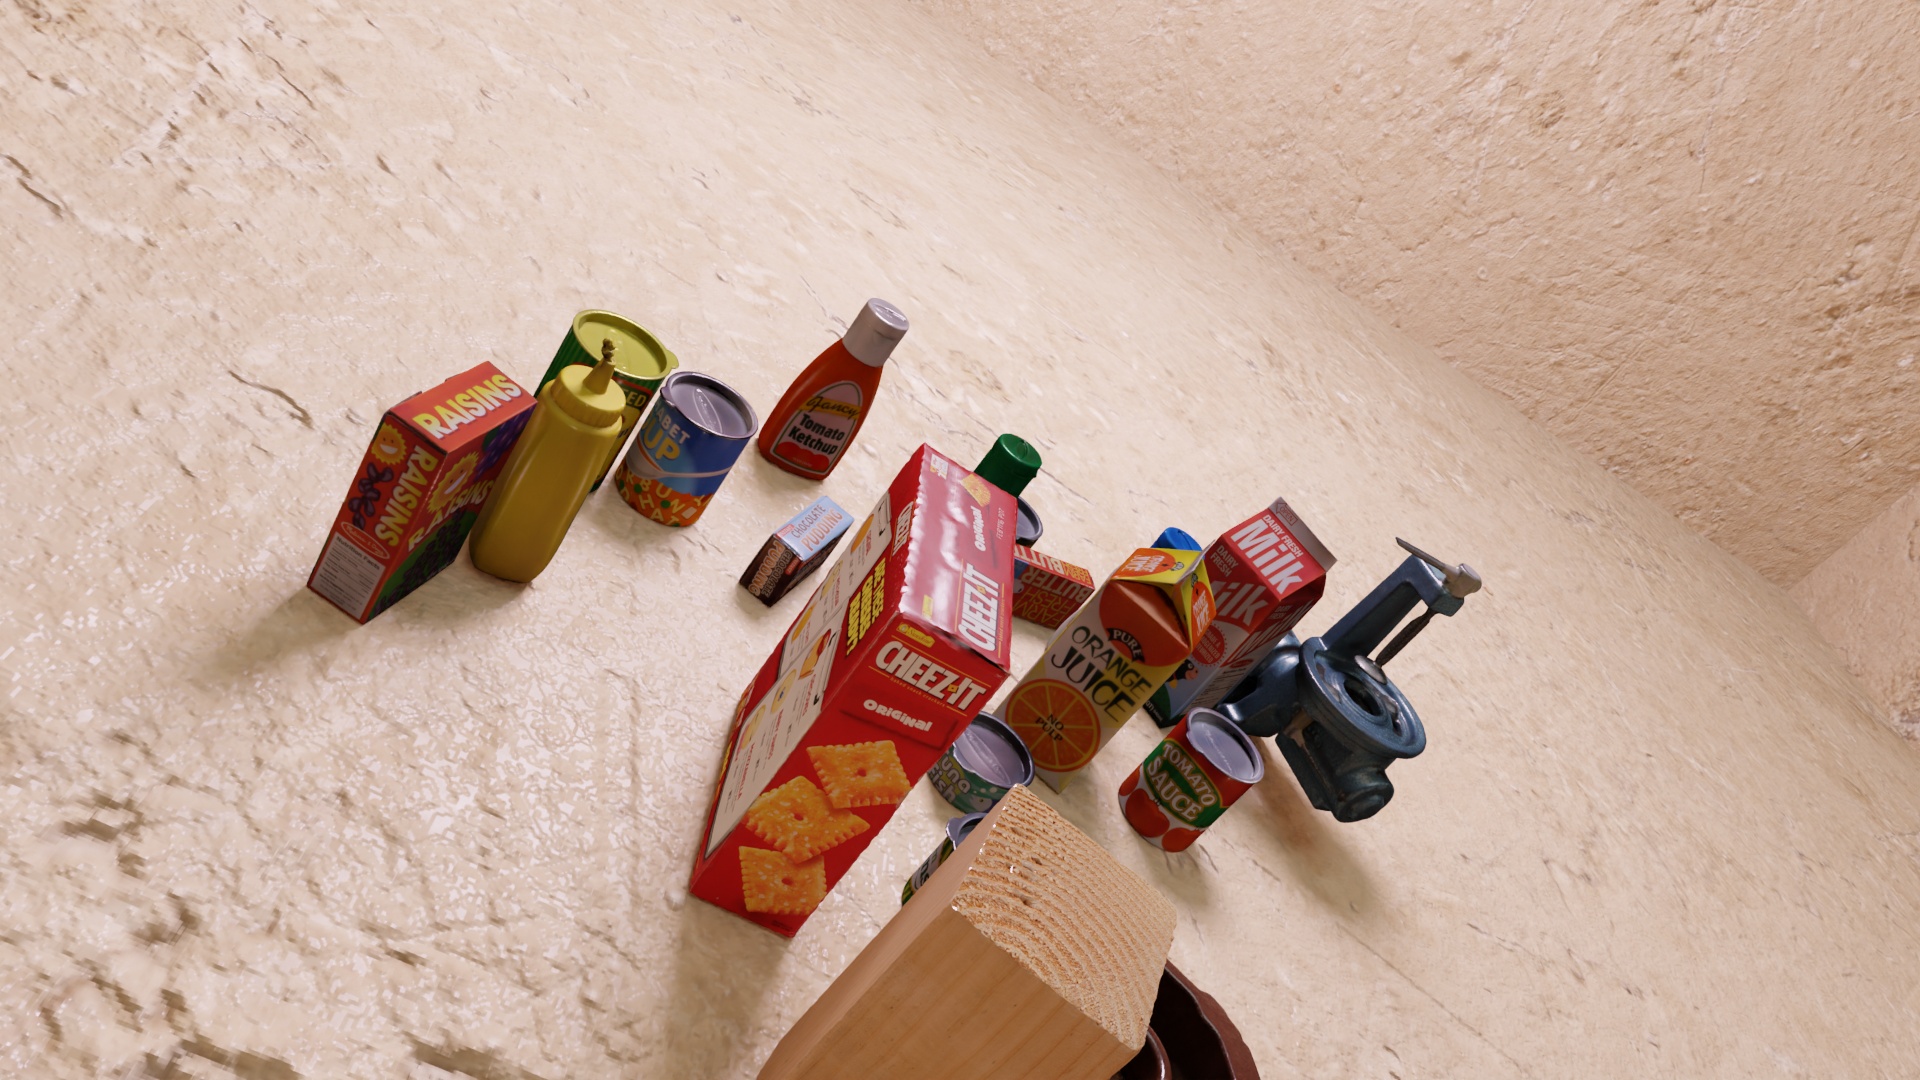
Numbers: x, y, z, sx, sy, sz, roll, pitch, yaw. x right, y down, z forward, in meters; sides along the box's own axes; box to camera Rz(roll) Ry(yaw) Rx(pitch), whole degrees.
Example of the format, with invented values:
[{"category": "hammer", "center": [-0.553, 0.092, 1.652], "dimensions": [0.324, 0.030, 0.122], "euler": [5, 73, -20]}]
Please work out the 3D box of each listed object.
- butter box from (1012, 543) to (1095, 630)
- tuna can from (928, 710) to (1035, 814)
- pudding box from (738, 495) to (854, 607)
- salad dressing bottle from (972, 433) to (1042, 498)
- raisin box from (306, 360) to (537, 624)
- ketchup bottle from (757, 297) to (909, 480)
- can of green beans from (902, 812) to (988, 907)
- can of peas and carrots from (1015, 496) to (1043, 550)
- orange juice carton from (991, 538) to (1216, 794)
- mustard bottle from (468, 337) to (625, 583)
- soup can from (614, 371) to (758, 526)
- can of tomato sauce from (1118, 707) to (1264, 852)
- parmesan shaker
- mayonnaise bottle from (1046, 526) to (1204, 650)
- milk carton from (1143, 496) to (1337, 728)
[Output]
[{"category": "butter box", "center": [0.050, 0.033, 1.086], "dimensions": [0.103, 0.053, 0.024], "euler": [20, 33, -29]}, {"category": "tuna can", "center": [0.011, 0.145, 0.898], "dimensions": [0.071, 0.032, 0.071], "euler": [28, 30, -17]}, {"category": "pudding box", "center": [-0.111, 0.006, 0.948], "dimensions": [0.030, 0.049, 0.084], "euler": [39, 28, 3]}, {"category": "salad dressing bottle", "center": [0.004, -0.013, 1.002], "dimensions": [0.044, 0.147, 0.064], "euler": [33, 28, -9]}, {"category": "raisin box", "center": [-0.280, -0.026, 0.725], "dimensions": [0.040, 0.123, 0.086], "euler": [37, 28, -1]}, {"category": "ketchup bottle", "center": [-0.092, -0.115, 1.043], "dimensions": [0.065, 0.148, 0.044], "euler": [23, 31, -26]}, {"category": "can of green beans", "center": [0.009, 0.199, 0.789], "dimensions": [0.071, 0.057, 0.071], "euler": [28, 29, -17]}, {"category": "can of peas and carrots", "center": [0.023, -0.003, 1.103], "dimensions": [0.071, 0.058, 0.071], "euler": [28, 29, -17]}, {"category": "orange juice carton", "center": [0.106, 0.075, 0.941], "dimensions": [0.073, 0.191, 0.072], "euler": [41, 28, 7]}, {"category": "mustard bottle", "center": [-0.226, -0.048, 0.780], "dimensions": [0.049, 0.159, 0.065], "euler": [22, 32, -27]}, {"category": "soup can", "center": [-0.186, -0.061, 0.925], "dimensions": [0.071, 0.083, 0.072], "euler": [28, 29, -17]}, {"category": "can of tomato sauce", "center": [0.160, 0.170, 0.978], "dimensions": [0.071, 0.082, 0.071], "euler": [28, 29, -17]}, {"category": "parmesan shaker", "center": [-0.234, -0.086, 0.887], "dimensions": [0.071, 0.102, 0.072], "euler": [28, 29, -17]}, {"category": "mayonnaise bottle", "center": [0.123, 0.053, 1.041], "dimensions": [0.041, 0.147, 0.065], "euler": [20, 33, -31]}, {"category": "milk carton", "center": [0.211, 0.057, 1.090], "dimensions": [0.073, 0.189, 0.072], "euler": [-1, 46, -50]}]
